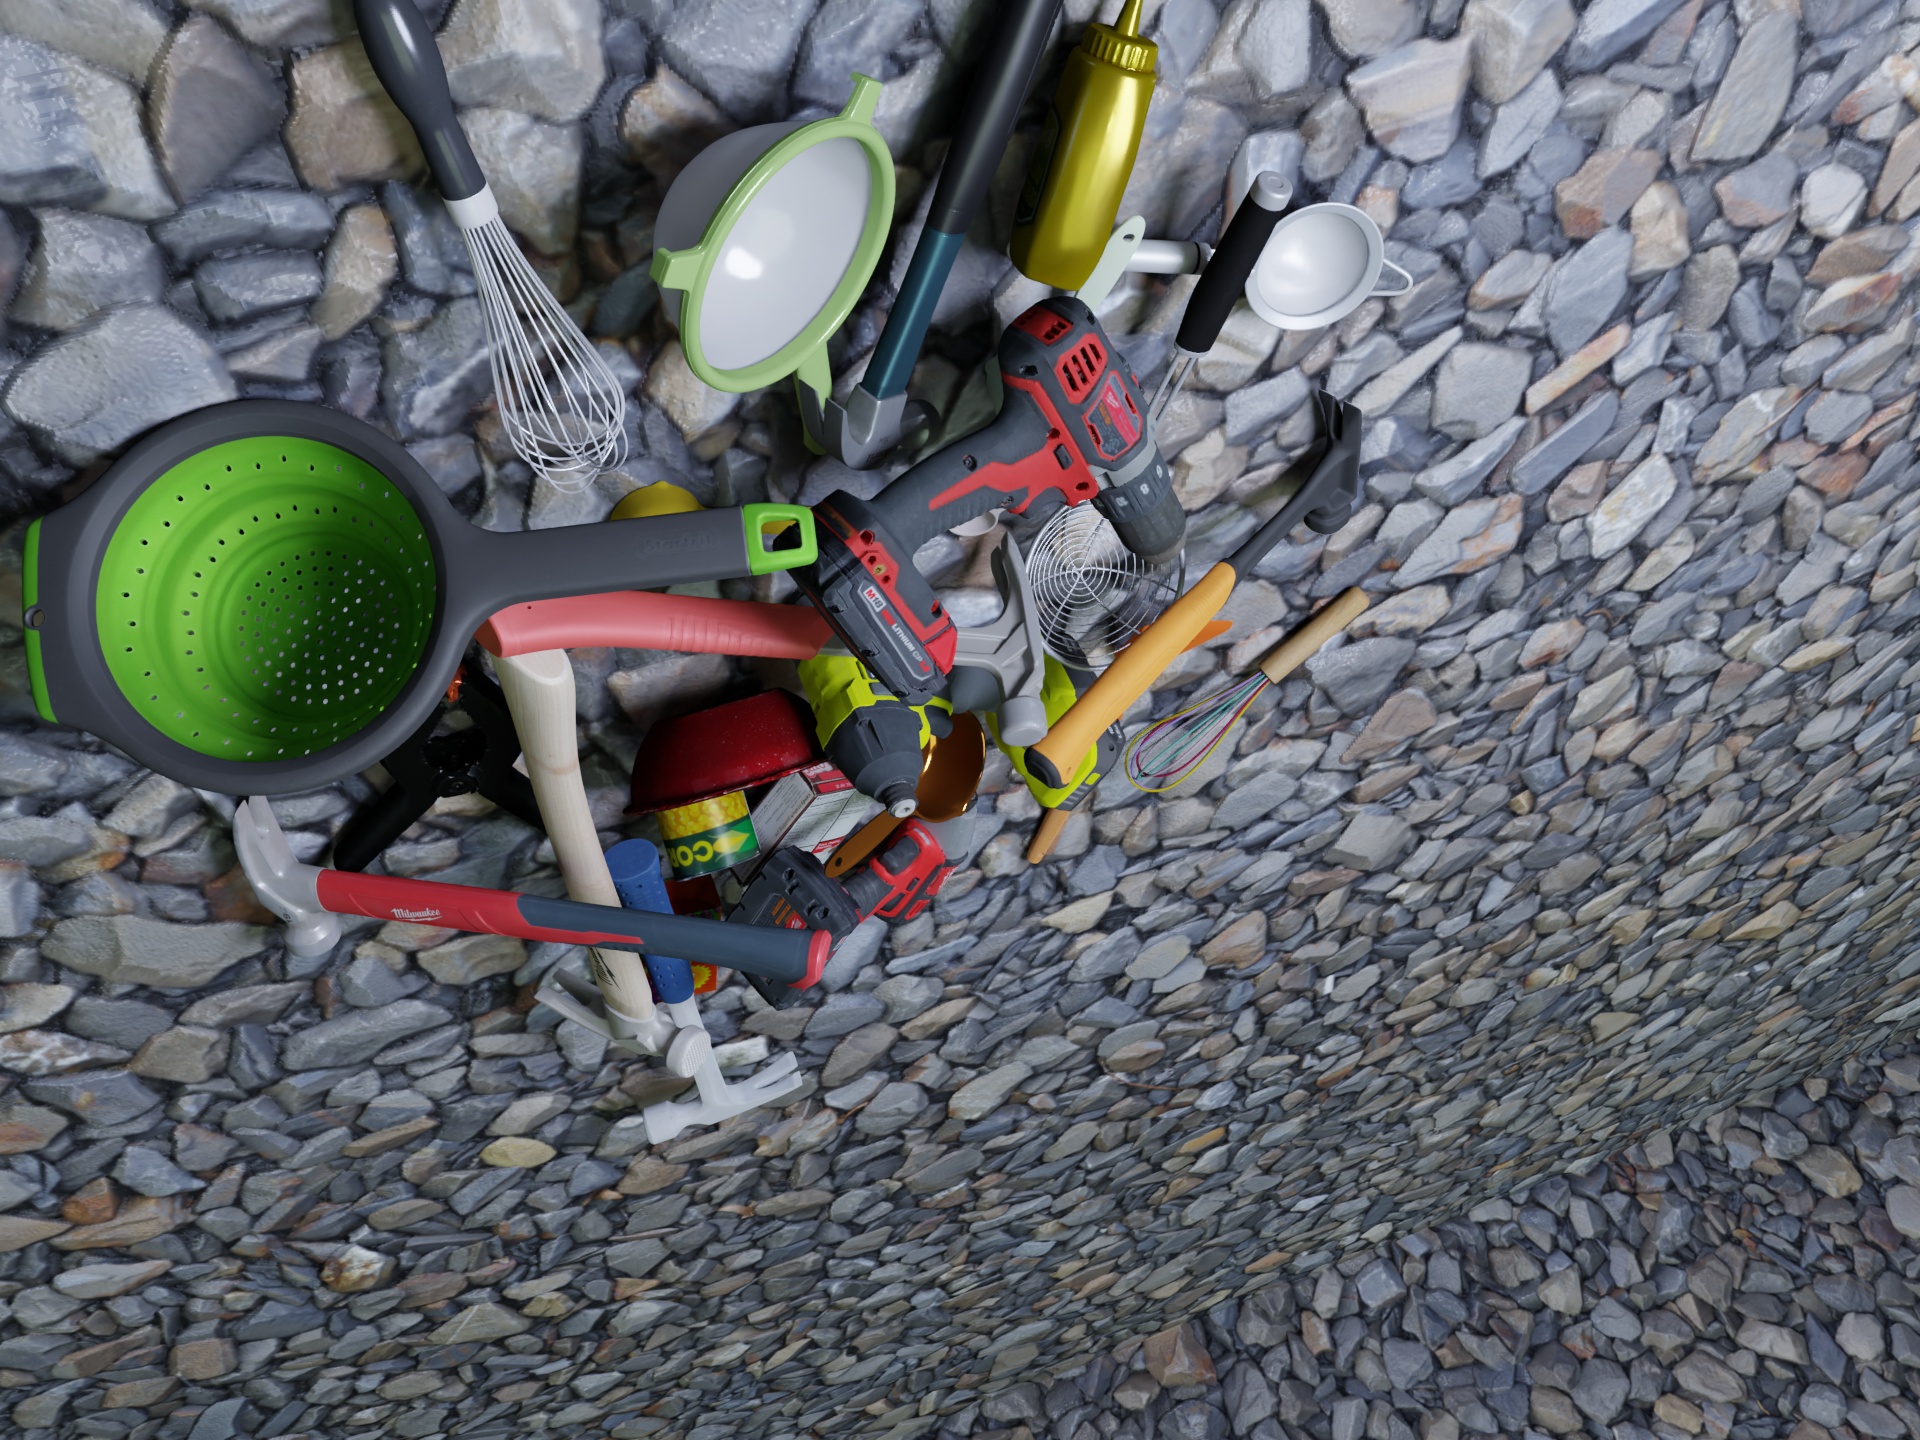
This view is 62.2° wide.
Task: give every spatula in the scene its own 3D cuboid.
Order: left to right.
[{"bbox_3d":[0.117,0.020,1.292,0.081,0.041,0.322,-4,139,-28],"label":"spatula"}]

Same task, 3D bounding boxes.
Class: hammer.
[{"bbox_3d":[-0.276,0.118,1.031,0.386,0.038,0.143,6,134,8],"label":"hammer"},{"bbox_3d":[-0.265,0.093,1.080,0.038,0.146,0.410,-52,152,-38],"label":"hammer"},{"bbox_3d":[-0.220,0.224,1.283,0.144,0.035,0.405,-17,142,-10],"label":"hammer"},{"bbox_3d":[-0.116,-0.064,0.978,0.359,0.149,0.036,4,151,-23],"label":"hammer"},{"bbox_3d":[-0.002,-0.275,0.843,0.128,0.033,0.330,-31,153,-51],"label":"hammer"},{"bbox_3d":[0.162,-0.081,1.077,0.337,0.034,0.127,-45,151,-19],"label":"hammer"}]

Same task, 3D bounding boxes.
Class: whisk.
[{"bbox_3d":[-0.229,-0.226,0.783,0.070,0.070,0.284,-21,139,-5],"label":"whisk"},{"bbox_3d":[0.231,-0.027,1.304,0.245,0.047,0.051,-41,153,13],"label":"whisk"}]

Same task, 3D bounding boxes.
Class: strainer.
[{"bbox_3d":[-0.104,-0.228,0.852,0.151,0.069,0.256,-48,165,-15],"label":"strainer"},{"bbox_3d":[0.149,-0.277,0.948,0.258,0.050,0.086,-3,136,-19],"label":"strainer"}]

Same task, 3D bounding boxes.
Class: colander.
[{"bbox_3d":[-0.274,-0.068,0.850,0.397,0.204,0.094,-7,172,-5],"label":"colander"}]

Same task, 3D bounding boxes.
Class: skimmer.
[{"bbox_3d":[0.133,-0.169,0.995,0.127,0.090,0.363,-6,149,-22],"label":"skimmer"}]

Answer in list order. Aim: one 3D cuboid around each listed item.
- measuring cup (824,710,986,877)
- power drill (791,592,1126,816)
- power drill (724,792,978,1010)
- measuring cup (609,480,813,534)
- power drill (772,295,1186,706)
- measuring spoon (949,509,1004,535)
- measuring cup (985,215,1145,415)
[{"bbox_3d":[-0.055,0.052,1.162,0.174,0.052,0.095,-42,132,-31],"label":"measuring cup"},{"bbox_3d":[-0.002,-0.003,1.089,0.223,0.171,0.080,5,138,-39],"label":"power drill"},{"bbox_3d":[-0.072,0.124,1.227,0.219,0.078,0.143,-25,157,-52],"label":"power drill"},{"bbox_3d":[-0.137,-0.116,0.986,0.156,0.029,0.062,-3,138,-23],"label":"measuring cup"},{"bbox_3d":[0.026,-0.112,0.931,0.226,0.080,0.187,-41,131,-5],"label":"power drill"},{"bbox_3d":[0.038,-0.155,1.026,0.124,0.018,0.034,-29,146,36],"label":"measuring spoon"},{"bbox_3d":[0.073,-0.224,0.941,0.083,0.038,0.167,1,149,-23],"label":"measuring cup"}]
